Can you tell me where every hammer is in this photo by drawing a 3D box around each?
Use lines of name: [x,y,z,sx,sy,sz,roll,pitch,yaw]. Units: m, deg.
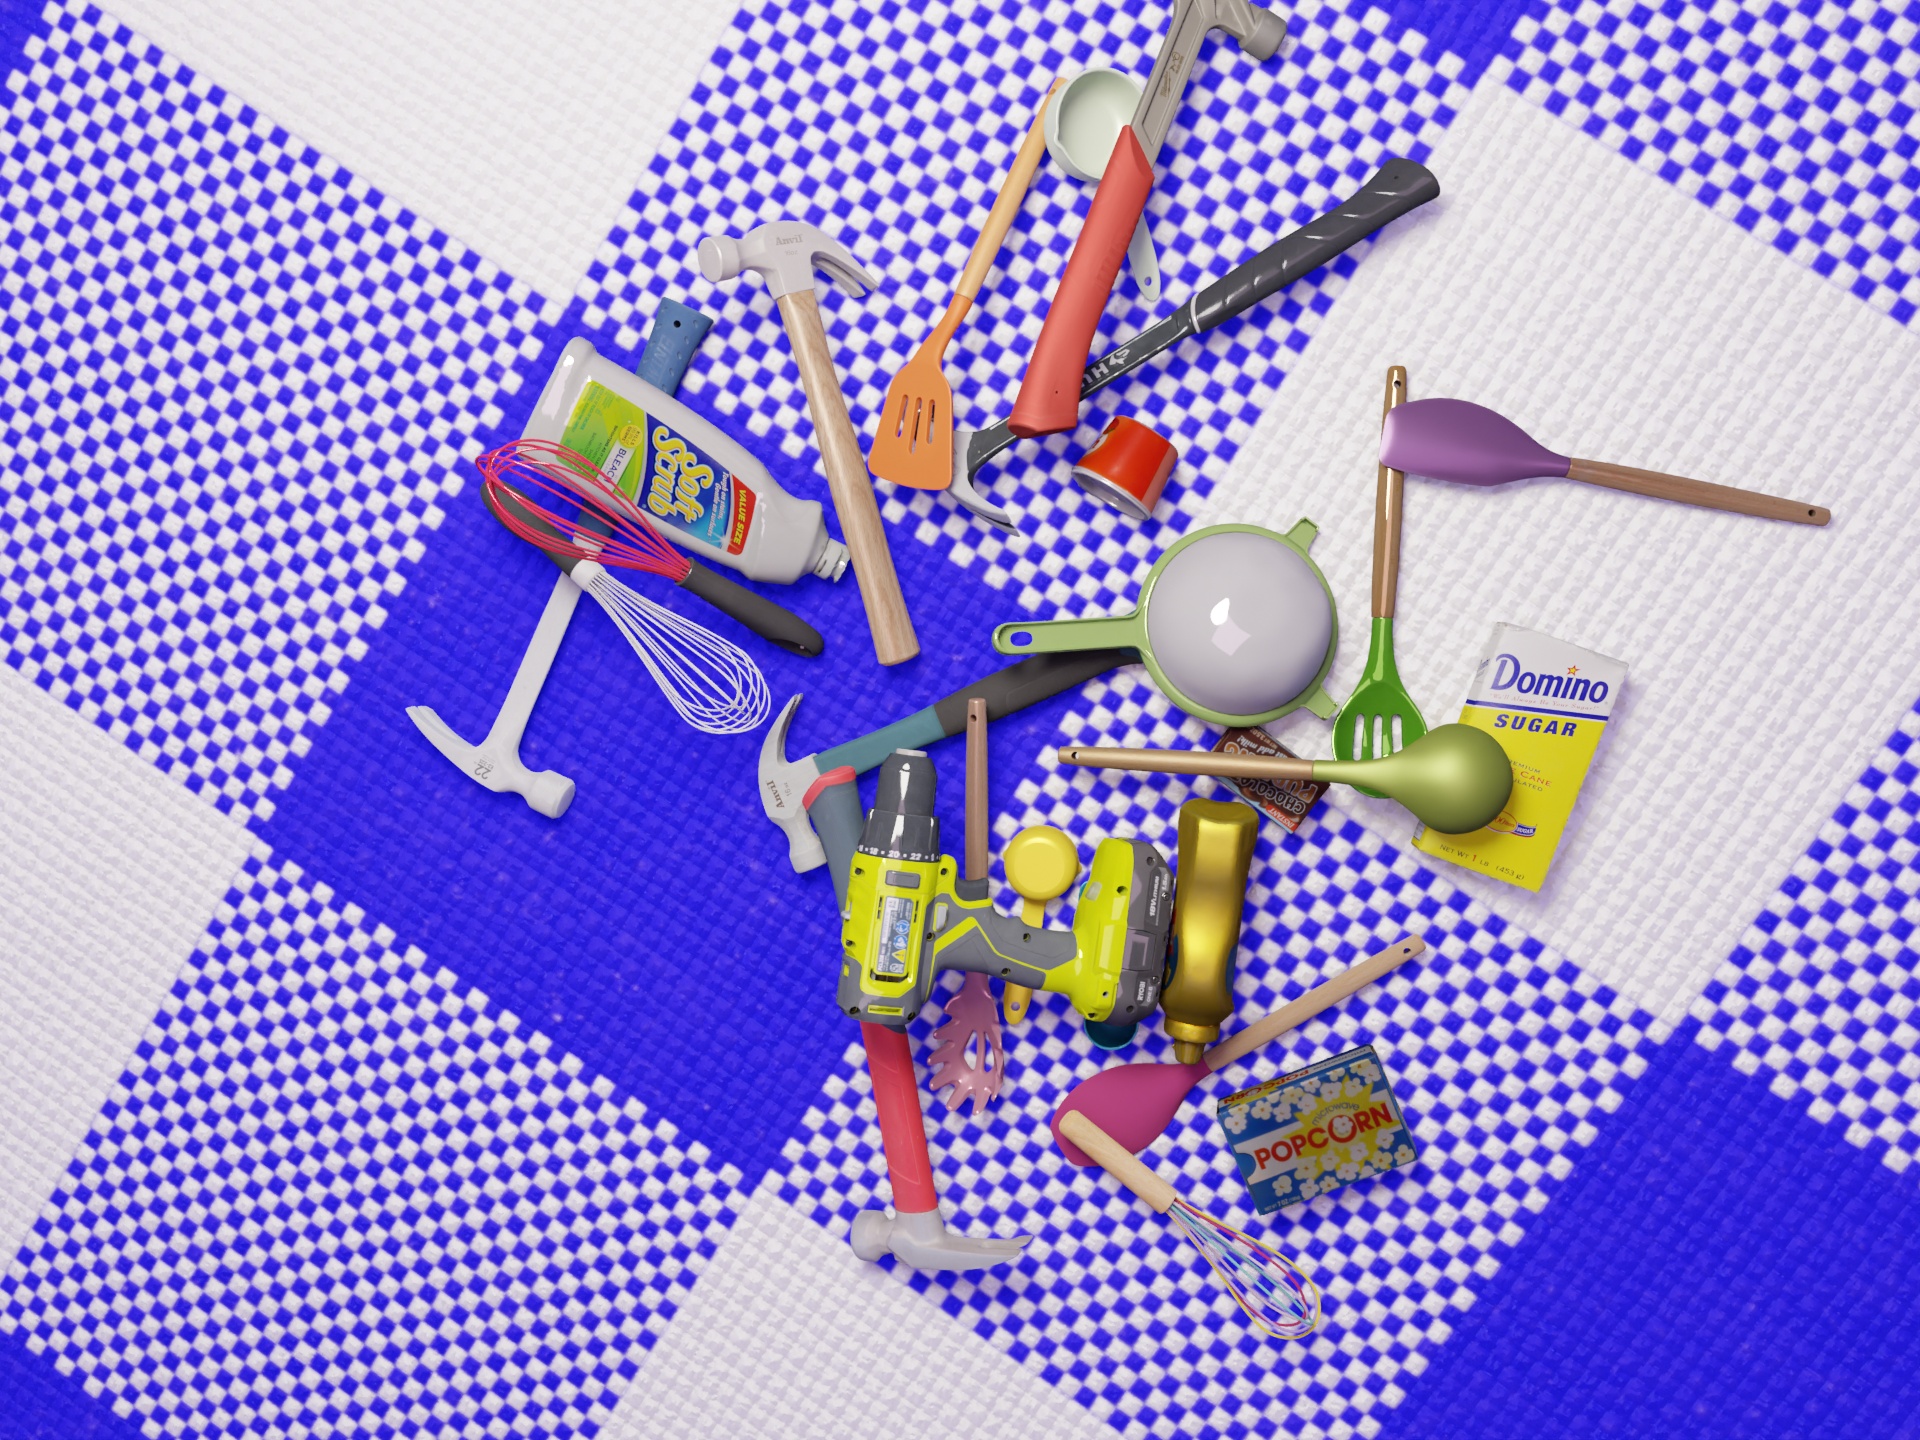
hammer: [0.103,-0.367,1.108,0.149,0.037,0.359,23,84,-16]
hammer: [-0.297,-0.135,1.235,0.144,0.035,0.405,25,97,5]
hammer: [-0.088,-0.203,1.179,0.031,0.130,0.331,-3,107,52]
hammer: [-0.002,-0.004,1.206,0.331,0.033,0.128,-24,92,8]
hammer: [-0.046,0.224,1.192,0.143,0.038,0.386,-7,97,27]
hammer: [0.155,-0.278,1.136,0.409,0.036,0.149,-31,57,6]

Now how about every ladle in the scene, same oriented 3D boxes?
ladle: [0.229,0.034,1.144,0.320,0.062,0.078,3,89,19]

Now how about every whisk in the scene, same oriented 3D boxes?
whisk: [0.172,0.380,1.198,0.245,0.051,0.047,39,105,1]
whisk: [-0.216,-0.117,1.149,0.295,0.073,0.073,30,99,-32]
whisk: [-0.254,-0.089,1.190,0.285,0.070,0.070,41,98,8]

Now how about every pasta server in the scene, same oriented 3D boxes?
pasta server: [0.009,0.141,1.196,0.060,0.040,0.316,5,102,23]

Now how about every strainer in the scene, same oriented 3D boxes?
strainer: [0.152,-0.070,1.132,0.256,0.069,0.151,-4,84,-5]

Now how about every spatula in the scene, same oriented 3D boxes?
spatula: [0.016,-0.322,1.157,0.081,0.041,0.323,18,80,37]
spatula: [0.458,-0.177,1.132,0.316,0.018,0.060,13,90,4]

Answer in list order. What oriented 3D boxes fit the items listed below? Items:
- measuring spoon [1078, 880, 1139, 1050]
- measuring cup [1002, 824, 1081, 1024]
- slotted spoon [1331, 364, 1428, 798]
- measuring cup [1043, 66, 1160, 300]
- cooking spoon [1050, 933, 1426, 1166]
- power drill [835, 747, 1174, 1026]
measuring spoon: [0.107,0.187,1.216,0.042,0.021,0.129,-9,84,1]
measuring cup: [0.052,0.158,1.210,0.062,0.029,0.156,10,93,7]
slotted spoon: [0.312,-0.100,1.160,0.070,0.031,0.314,3,92,7]
measuring cup: [0.111,-0.389,1.164,0.083,0.038,0.167,-25,110,-15]
cooking spoon: [0.209,0.246,1.202,0.319,0.017,0.069,-32,89,10]
power drill: [0.030,0.126,1.142,0.228,0.080,0.190,8,89,-12]
